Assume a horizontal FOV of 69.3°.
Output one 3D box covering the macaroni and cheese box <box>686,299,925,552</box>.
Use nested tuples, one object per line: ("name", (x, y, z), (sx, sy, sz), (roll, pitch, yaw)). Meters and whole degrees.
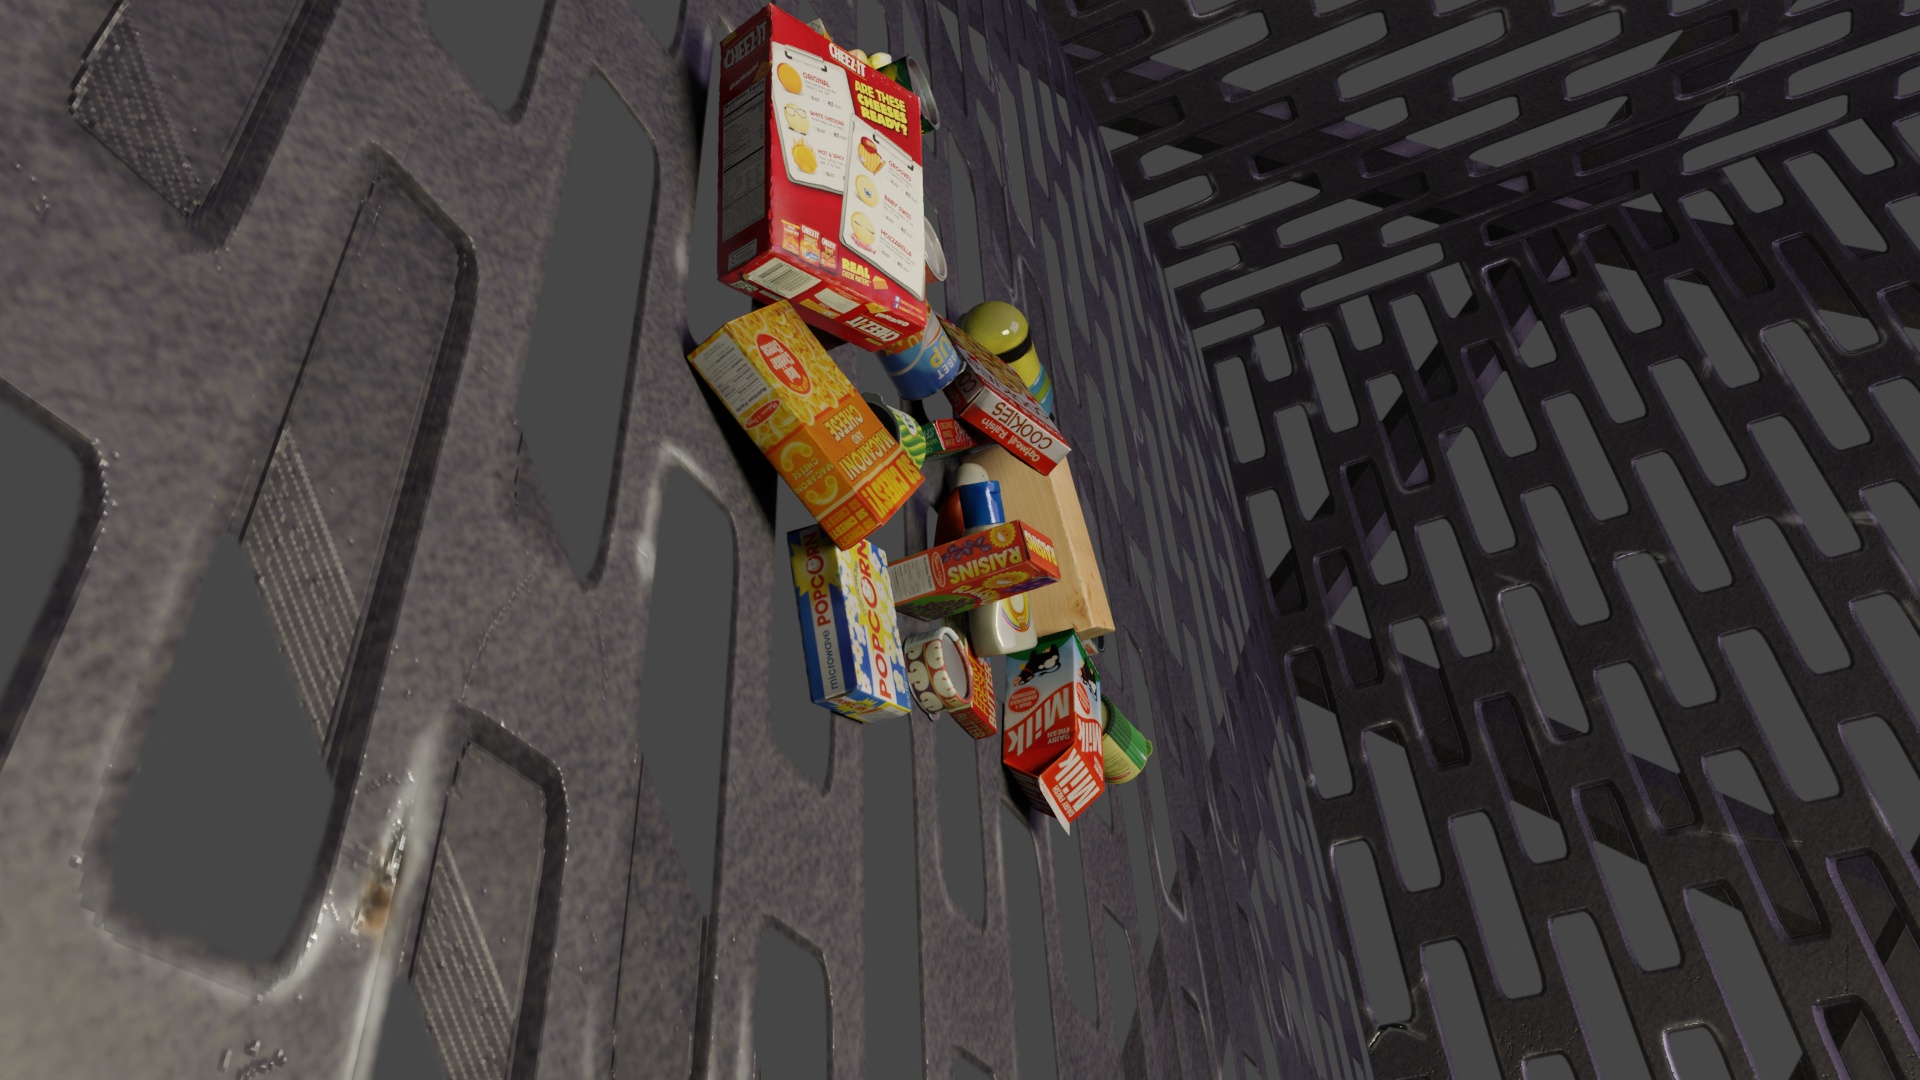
("macaroni and cheese box", (-0.103, -0.082, 0.964), (0.166, 0.040, 0.124), (52, 20, -6))

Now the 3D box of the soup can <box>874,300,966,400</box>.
("soup can", (-0.044, -0.180, 1.259), (0.072, 0.071, 0.083), (-87, 152, -50))

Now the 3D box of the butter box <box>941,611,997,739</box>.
("butter box", (0.007, 0.113, 1.189), (0.053, 0.024, 0.104), (51, 26, -47))

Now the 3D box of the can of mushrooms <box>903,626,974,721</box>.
("can of mushrooms", (-0.016, 0.106, 1.112), (0.071, 0.033, 0.071), (-20, 91, -73))

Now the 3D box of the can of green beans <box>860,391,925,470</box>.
("can of green beans", (-0.067, -0.075, 1.088), (0.058, 0.071, 0.071), (13, 60, -70))

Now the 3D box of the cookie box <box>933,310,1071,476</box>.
("cookie box", (0.026, -0.143, 1.342), (0.123, 0.040, 0.168), (32, 18, -35))

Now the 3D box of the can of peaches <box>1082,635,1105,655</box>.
("can of peaches", (0.116, 0.094, 1.483), (0.071, 0.058, 0.071), (70, 17, 0))

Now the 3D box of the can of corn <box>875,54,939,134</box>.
("can of corn", (-0.058, -0.373, 1.192), (0.071, 0.058, 0.071), (-19, 91, -73))

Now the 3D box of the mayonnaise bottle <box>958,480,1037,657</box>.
("mayonnaise bottle", (0.028, 0.024, 1.194), (0.065, 0.041, 0.148), (-6, 86, -54))

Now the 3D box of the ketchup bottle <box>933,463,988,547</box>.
("ketchup bottle", (0.005, -0.016, 1.284), (0.064, 0.043, 0.149), (56, 22, -30))

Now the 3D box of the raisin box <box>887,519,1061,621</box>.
("raisin box", (0.009, 0.026, 1.121), (0.086, 0.123, 0.040), (30, 44, -65))

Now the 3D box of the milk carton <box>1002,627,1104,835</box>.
("milk carton", (0.086, 0.177, 1.282), (0.191, 0.073, 0.072), (-86, 152, -50))

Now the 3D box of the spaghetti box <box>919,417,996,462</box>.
("spaghetti box", (-0.005, -0.098, 1.328), (0.028, 0.050, 0.250), (70, 18, -1))

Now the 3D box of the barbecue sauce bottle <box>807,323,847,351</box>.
("barbecue sauce bottle", (-0.121, -0.229, 1.122), (0.148, 0.043, 0.065), (67, 20, -11))

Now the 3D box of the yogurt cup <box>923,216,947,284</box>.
("yogurt cup", (-0.051, -0.280, 1.369), (0.072, 0.054, 0.072), (-20, 91, -73))

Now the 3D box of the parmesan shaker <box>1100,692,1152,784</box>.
("parmesan shaker", (0.151, 0.205, 1.451), (0.102, 0.071, 0.071), (49, 28, -50))

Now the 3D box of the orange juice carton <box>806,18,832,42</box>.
("orange juice carton", (-0.118, -0.346, 1.205), (0.073, 0.072, 0.192), (-44, 115, -72))

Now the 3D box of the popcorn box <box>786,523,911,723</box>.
("popcorn box", (-0.077, 0.058, 0.967), (0.085, 0.038, 0.127), (34, 40, -60))
